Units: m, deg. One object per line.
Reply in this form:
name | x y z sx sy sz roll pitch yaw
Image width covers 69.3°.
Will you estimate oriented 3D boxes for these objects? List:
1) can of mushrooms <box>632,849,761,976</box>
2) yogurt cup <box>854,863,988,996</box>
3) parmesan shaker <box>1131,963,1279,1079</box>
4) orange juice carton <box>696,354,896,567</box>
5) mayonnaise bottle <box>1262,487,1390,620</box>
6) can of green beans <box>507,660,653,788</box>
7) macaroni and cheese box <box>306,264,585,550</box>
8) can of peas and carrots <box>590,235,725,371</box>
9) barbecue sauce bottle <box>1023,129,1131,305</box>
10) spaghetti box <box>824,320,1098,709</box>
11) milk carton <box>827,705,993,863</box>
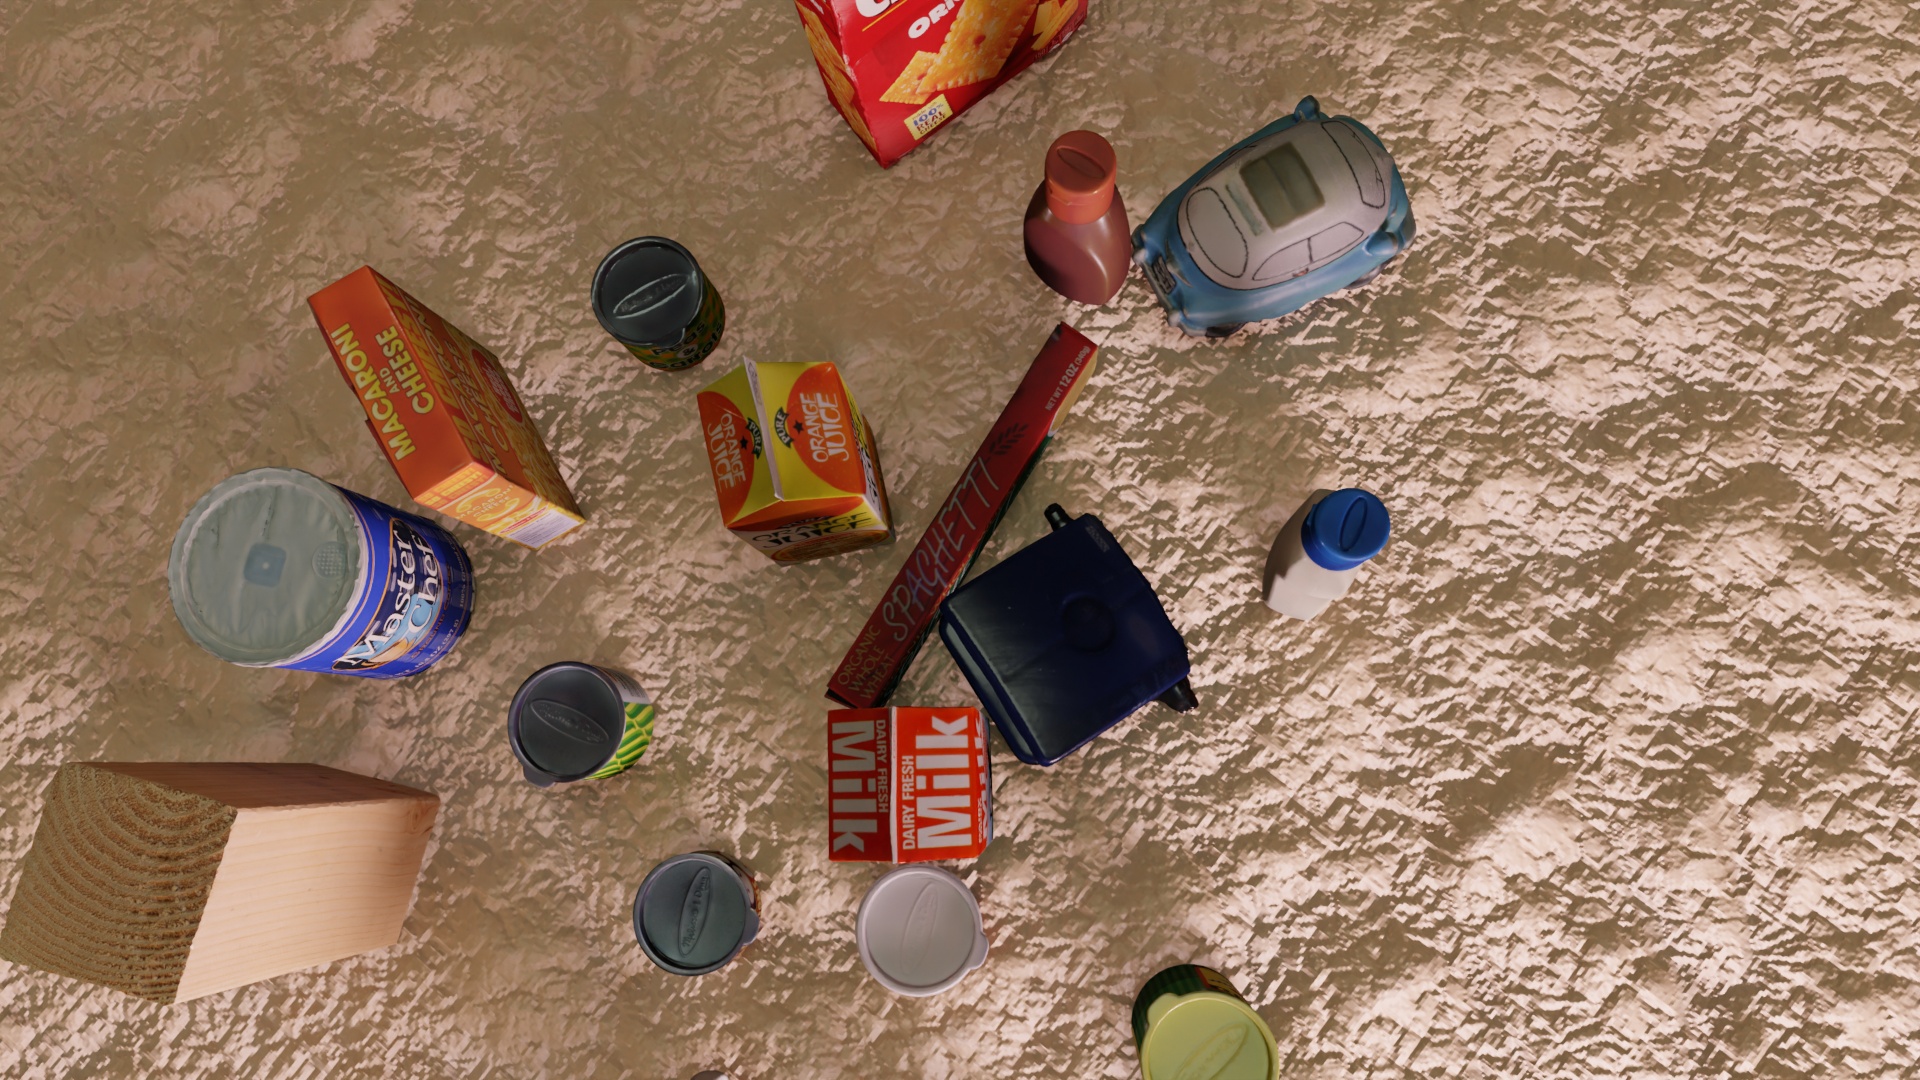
can of mushrooms | -0.144 0.208 0.777 0.071 0.033 0.071 -1 81 4
yogurt cup | -0.020 0.210 0.758 0.072 0.054 0.072 -1 81 4
parmesan shaker | 0.121 0.256 0.716 0.071 0.103 0.071 -1 81 4
orange juice carton | -0.086 -0.039 0.733 0.073 0.192 0.072 -13 80 2
mayonnaise bottle | 0.191 0.004 0.730 0.041 0.148 0.065 20 83 7
can of green beans | -0.214 0.103 0.787 0.071 0.057 0.071 -1 81 4
macaroni and cheese box | -0.277 -0.066 0.764 0.040 0.166 0.124 -31 80 -1
can of peas and carrots | -0.176 -0.137 0.824 0.071 0.058 0.071 -1 81 4
barbecue sauce bottle | 0.065 -0.178 0.769 0.065 0.148 0.044 34 85 8
spaghetti box | 0.003 -0.010 0.795 0.029 0.050 0.250 31 84 8
milk carton | -0.024 0.122 0.703 0.073 0.190 0.072 -2 81 4
